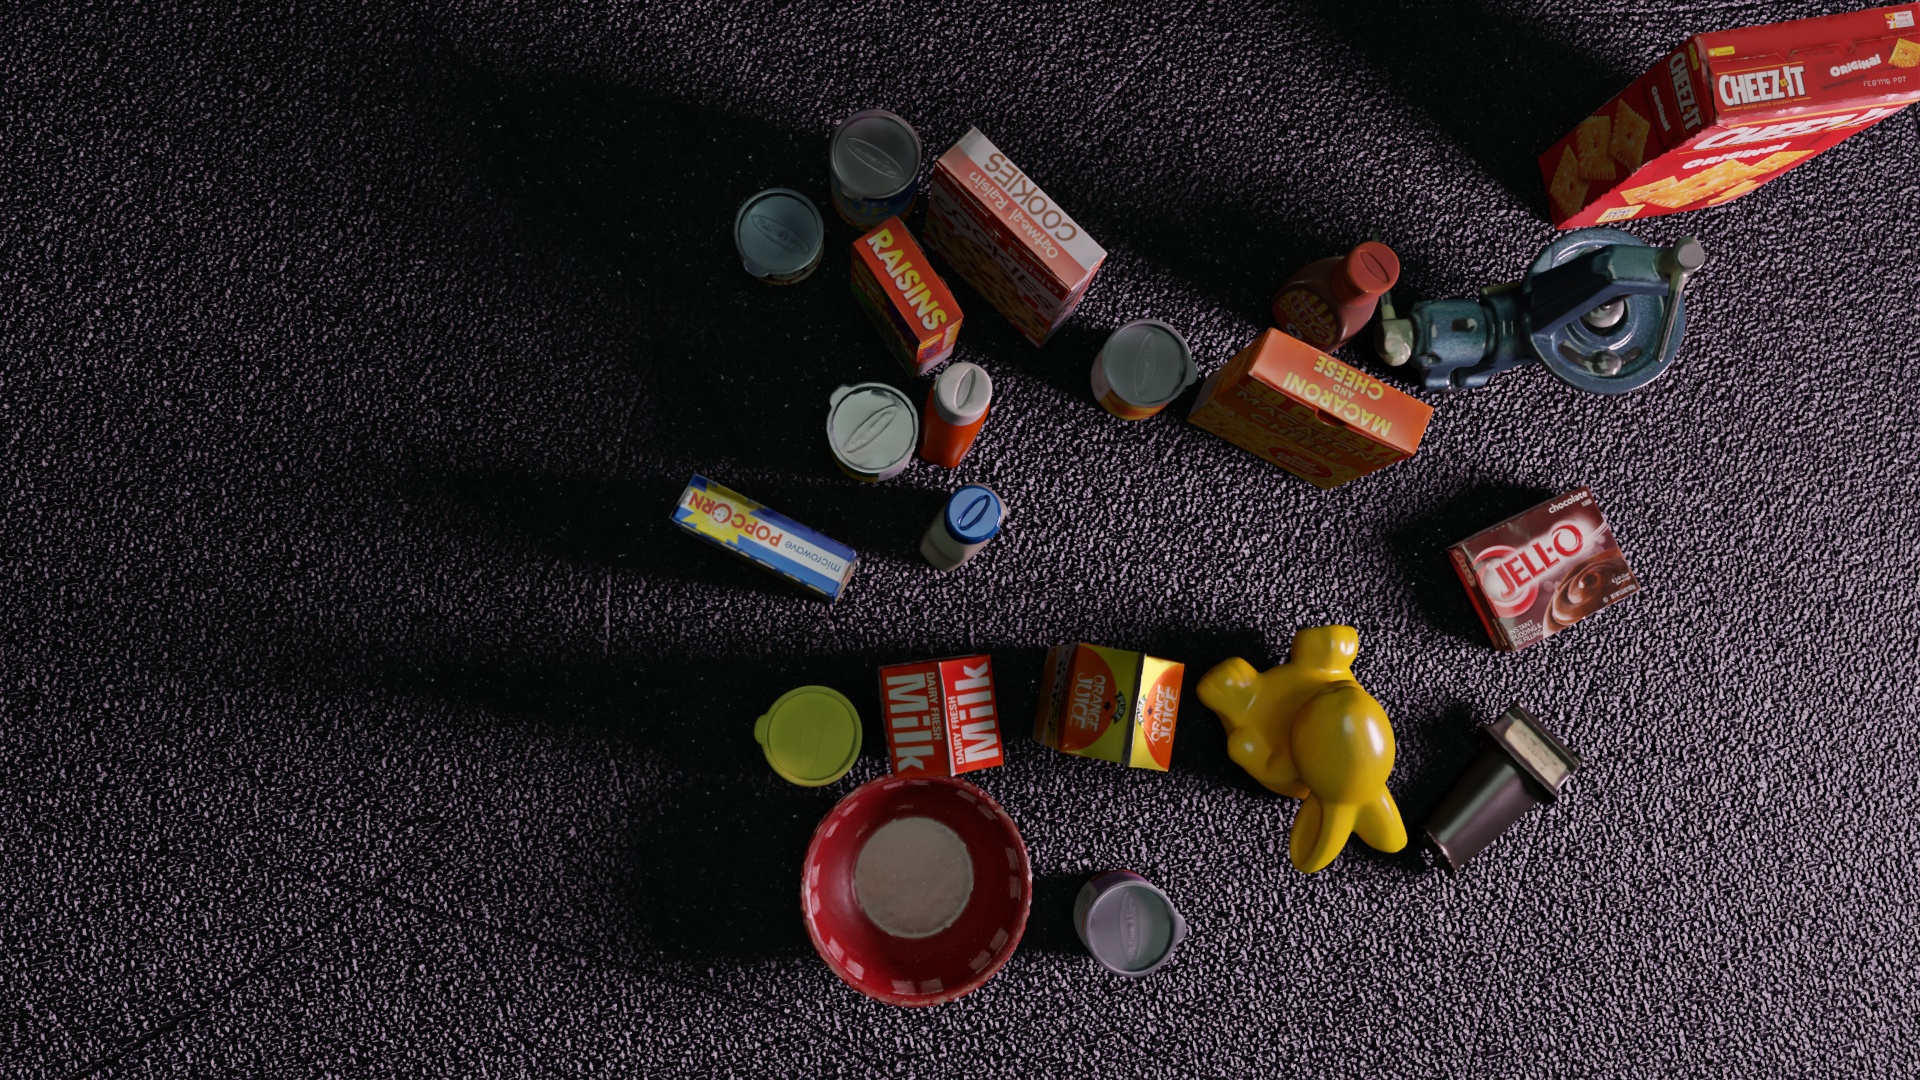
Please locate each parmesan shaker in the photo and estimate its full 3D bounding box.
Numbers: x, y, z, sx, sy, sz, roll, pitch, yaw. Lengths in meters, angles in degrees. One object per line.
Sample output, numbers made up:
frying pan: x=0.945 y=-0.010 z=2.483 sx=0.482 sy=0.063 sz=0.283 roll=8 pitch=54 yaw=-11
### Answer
parmesan shaker: x=-0.104 y=0.133 z=0.967 sx=0.071 sy=0.103 sz=0.071 roll=0 pitch=85 yaw=-4

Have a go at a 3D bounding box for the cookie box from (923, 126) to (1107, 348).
cookie box: x=0.033 y=-0.207 z=0.980 sx=0.123 sy=0.167 sz=0.040 roll=43 pitch=83 yaw=1

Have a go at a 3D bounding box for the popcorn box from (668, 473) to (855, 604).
popcorn box: x=-0.137 y=0.001 z=0.987 sx=0.127 sy=0.085 sz=0.038 roll=26 pitch=83 yaw=-1

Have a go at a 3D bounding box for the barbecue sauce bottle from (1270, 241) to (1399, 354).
barbecue sauce bottle: x=0.273 y=-0.177 z=1.005 sx=0.044 sy=0.148 sz=0.065 roll=-40 pitch=89 yaw=-7

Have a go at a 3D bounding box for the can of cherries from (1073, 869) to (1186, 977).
can of cherries: x=0.120 y=0.273 z=0.992 sx=0.071 sy=0.058 sz=0.071 roll=0 pitch=84 yaw=-4

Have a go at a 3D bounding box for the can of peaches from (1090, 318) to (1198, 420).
can of peaches: x=0.136 y=-0.126 z=1.035 sx=0.071 sy=0.058 sz=0.071 roll=0 pitch=84 yaw=-4

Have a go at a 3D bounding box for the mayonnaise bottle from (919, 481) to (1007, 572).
mayonnaise bottle: x=0.003 y=-0.012 z=0.967 sx=0.041 sy=0.148 sz=0.065 roll=41 pitch=83 yaw=0

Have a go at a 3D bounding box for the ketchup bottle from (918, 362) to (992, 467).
ketchup bottle: x=-0.004 y=-0.092 z=0.975 sx=0.043 sy=0.148 sz=0.065 roll=19 pitch=84 yaw=-2

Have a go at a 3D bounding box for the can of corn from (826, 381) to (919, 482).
can of corn: x=-0.066 y=-0.080 z=1.014 sx=0.071 sy=0.058 sz=0.071 roll=0 pitch=84 yaw=-4

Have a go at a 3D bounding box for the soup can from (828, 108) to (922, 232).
soup can: x=-0.065 y=-0.267 z=1.021 sx=0.071 sy=0.083 sz=0.071 roll=0 pitch=84 yaw=-4

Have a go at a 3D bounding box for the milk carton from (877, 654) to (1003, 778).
milk carton: x=-0.015 y=0.116 z=0.931 sx=0.073 sy=0.190 sz=0.072 roll=-7 pitch=85 yaw=-5

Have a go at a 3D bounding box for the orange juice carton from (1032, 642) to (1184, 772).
orange juice carton: x=0.100 y=0.111 z=0.940 sx=0.073 sy=0.192 sz=0.072 roll=11 pitch=84 yaw=-3

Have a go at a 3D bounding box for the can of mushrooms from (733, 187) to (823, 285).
can of mushrooms: x=-0.136 y=-0.224 z=1.036 sx=0.071 sy=0.033 sz=0.071 roll=0 pitch=84 yaw=-4

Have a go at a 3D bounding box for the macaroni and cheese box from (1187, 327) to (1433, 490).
macaroni and cheese box: x=0.242 y=-0.088 z=0.985 sx=0.124 sy=0.166 sz=0.040 roll=26 pitch=83 yaw=-1

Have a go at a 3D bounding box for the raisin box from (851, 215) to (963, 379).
raisin box: x=-0.039 y=-0.171 z=0.993 sx=0.040 sy=0.123 sz=0.086 roll=-33 pitch=88 yaw=-6
